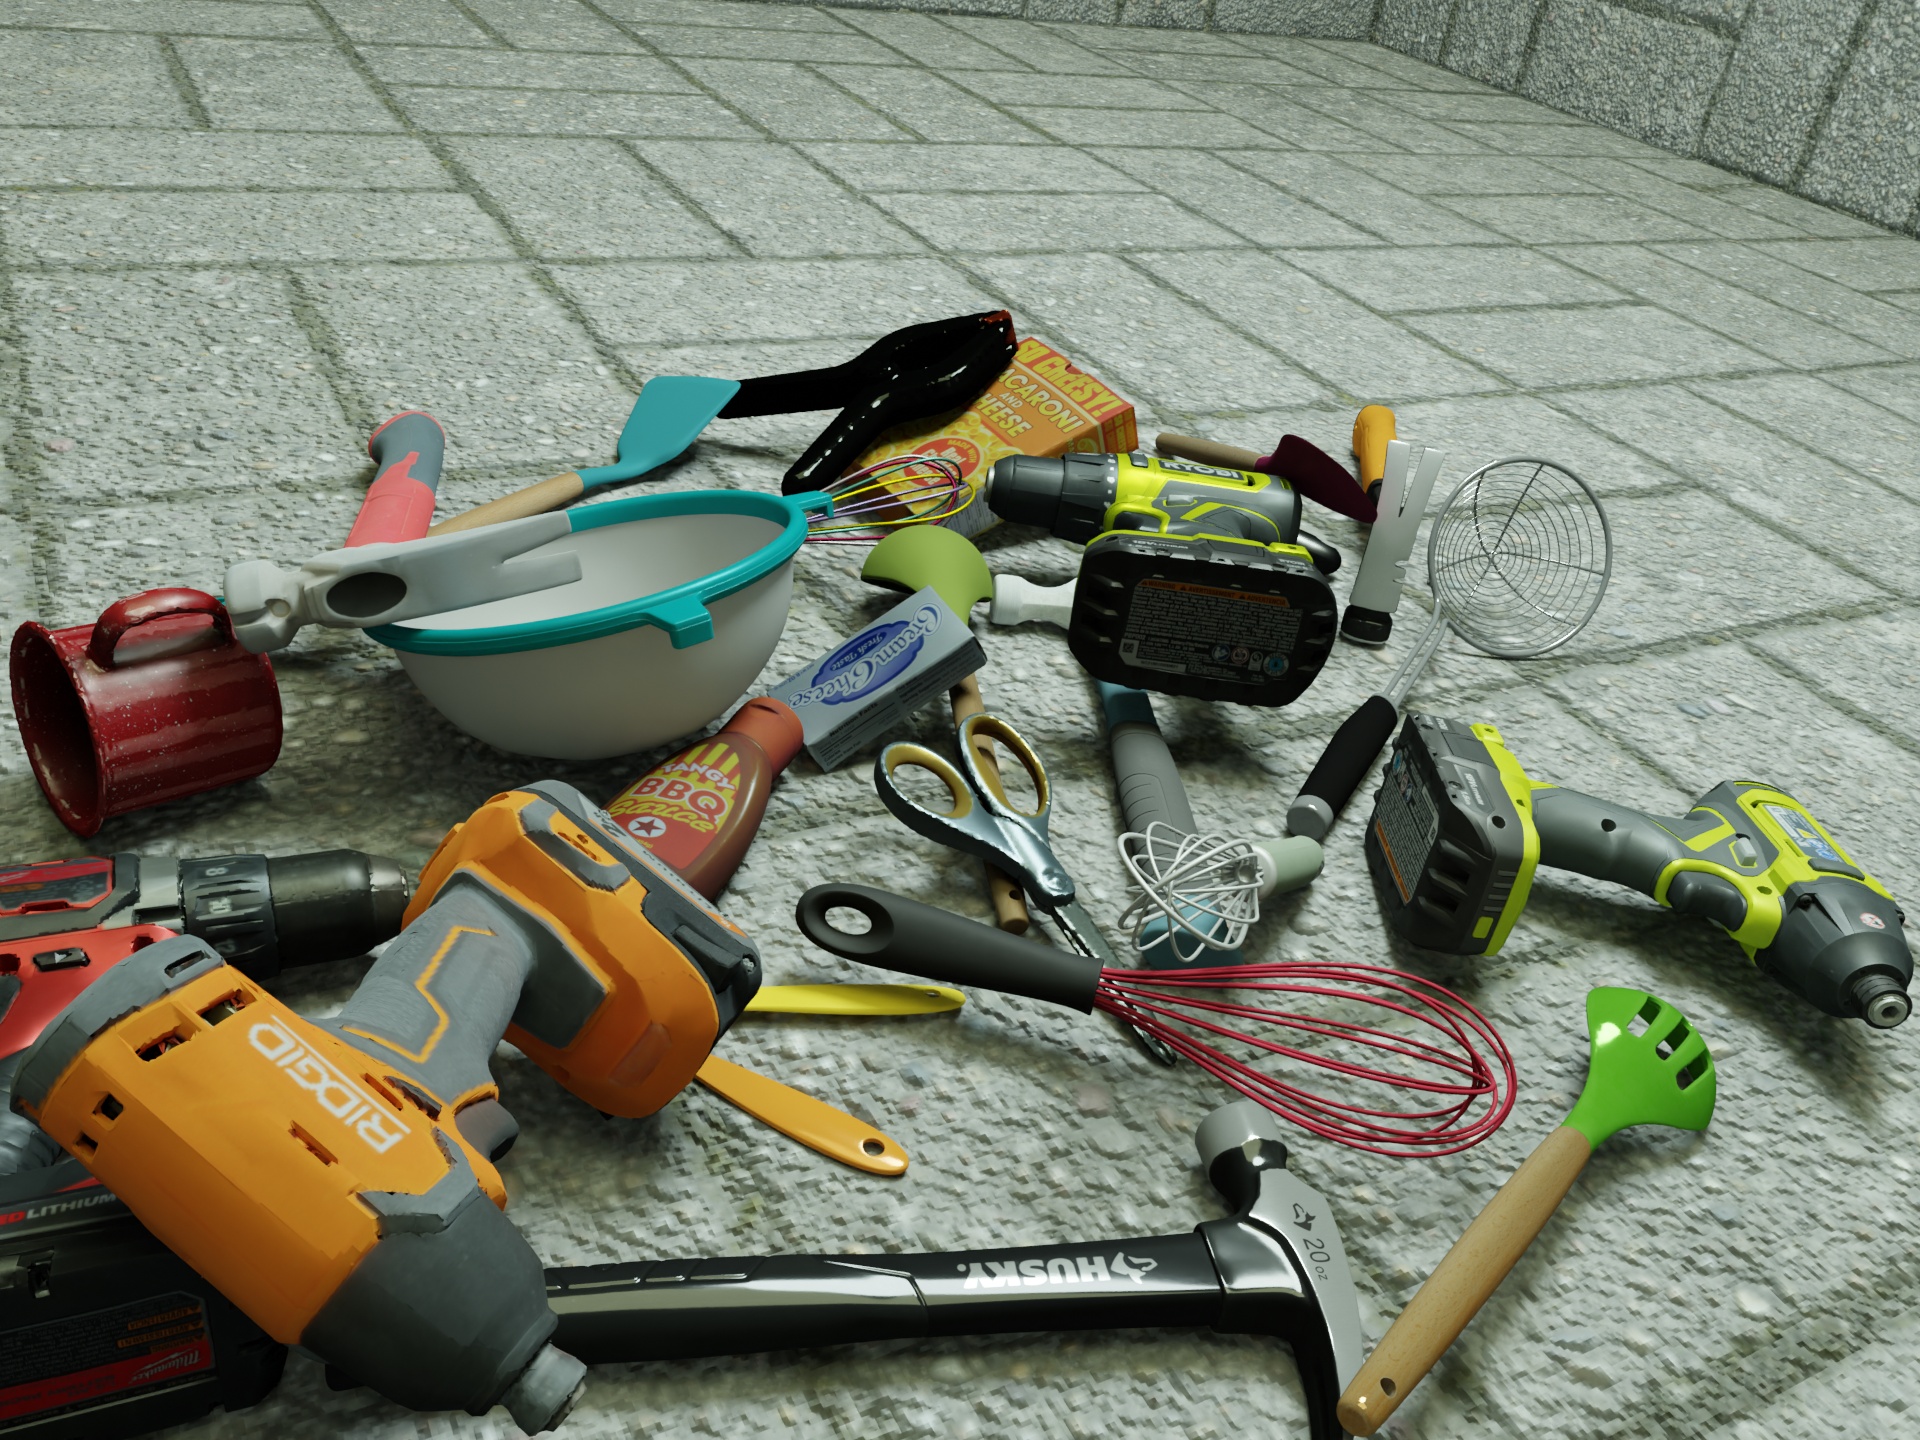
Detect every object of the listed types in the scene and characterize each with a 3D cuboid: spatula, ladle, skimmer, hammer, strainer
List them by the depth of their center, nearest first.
[{"bbox_3d":[-0.029,0.193,0.521,0.334,0.035,0.146,1,33,-13],"label":"hammer"},{"bbox_3d":[-0.231,-0.033,0.784,0.340,0.095,0.211,-5,23,16],"label":"strainer"},{"bbox_3d":[0.092,0.016,0.829,0.128,0.033,0.331,4,33,-7],"label":"hammer"},{"bbox_3d":[-0.001,-0.003,0.836,0.078,0.062,0.321,9,38,-18],"label":"ladle"},{"bbox_3d":[-0.279,-0.119,0.838,0.143,0.038,0.387,-13,22,-10],"label":"hammer"},{"bbox_3d":[0.287,-0.042,0.914,0.090,0.127,0.363,-21,15,42],"label":"skimmer"},{"bbox_3d":[-0.260,-0.149,0.979,0.082,0.044,0.317,11,31,31],"label":"spatula"},{"bbox_3d":[0.295,-0.172,1.112,0.034,0.127,0.337,13,27,7],"label":"hammer"}]

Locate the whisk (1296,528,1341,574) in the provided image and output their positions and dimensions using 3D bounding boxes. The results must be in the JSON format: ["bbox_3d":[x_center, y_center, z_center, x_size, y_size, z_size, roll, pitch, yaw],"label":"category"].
[{"bbox_3d":[0.147,-0.150,1.088,0.239,0.055,0.055,23,35,12],"label":"whisk"}]

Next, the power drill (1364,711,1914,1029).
[{"bbox_3d":[0.320,0.072,0.752,0.223,0.080,0.171,11,25,-2],"label":"power drill"}]

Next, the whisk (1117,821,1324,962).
[{"bbox_3d":[0.119,0.065,0.672,0.059,0.058,0.246,47,16,18],"label":"whisk"}]

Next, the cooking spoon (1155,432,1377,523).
[{"bbox_3d":[0.193,-0.172,1.068,0.068,0.017,0.319,47,0,-21],"label":"cooking spoon"}]

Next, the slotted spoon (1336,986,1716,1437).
[{"bbox_3d":[0.220,0.171,0.593,0.313,0.031,0.070,-22,66,-46],"label":"slotted spoon"}]

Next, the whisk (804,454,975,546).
[{"bbox_3d":[-0.106,-0.113,0.936,0.245,0.051,0.047,-15,68,-15],"label":"whisk"}]

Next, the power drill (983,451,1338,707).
[{"bbox_3d":[0.110,-0.096,0.904,0.190,0.080,0.229,8,25,-4],"label":"power drill"}]

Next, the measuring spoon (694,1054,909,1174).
[{"bbox_3d":[-0.071,0.143,0.607,0.117,0.011,0.021,22,35,18],"label":"measuring spoon"}]

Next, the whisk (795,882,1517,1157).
[{"bbox_3d":[0.074,0.112,0.642,0.296,0.073,0.073,14,33,8],"label":"whisk"}]

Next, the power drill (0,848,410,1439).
[{"bbox_3d":[-0.273,0.120,0.536,0.188,0.080,0.227,-7,33,-24],"label":"power drill"}]

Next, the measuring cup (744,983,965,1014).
[{"bbox_3d":[-0.072,0.102,0.648,0.156,0.029,0.062,4,19,-15],"label":"measuring cup"}]

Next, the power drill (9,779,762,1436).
[{"bbox_3d":[-0.146,0.111,0.494,0.164,0.084,0.226,40,18,3],"label":"power drill"}]
